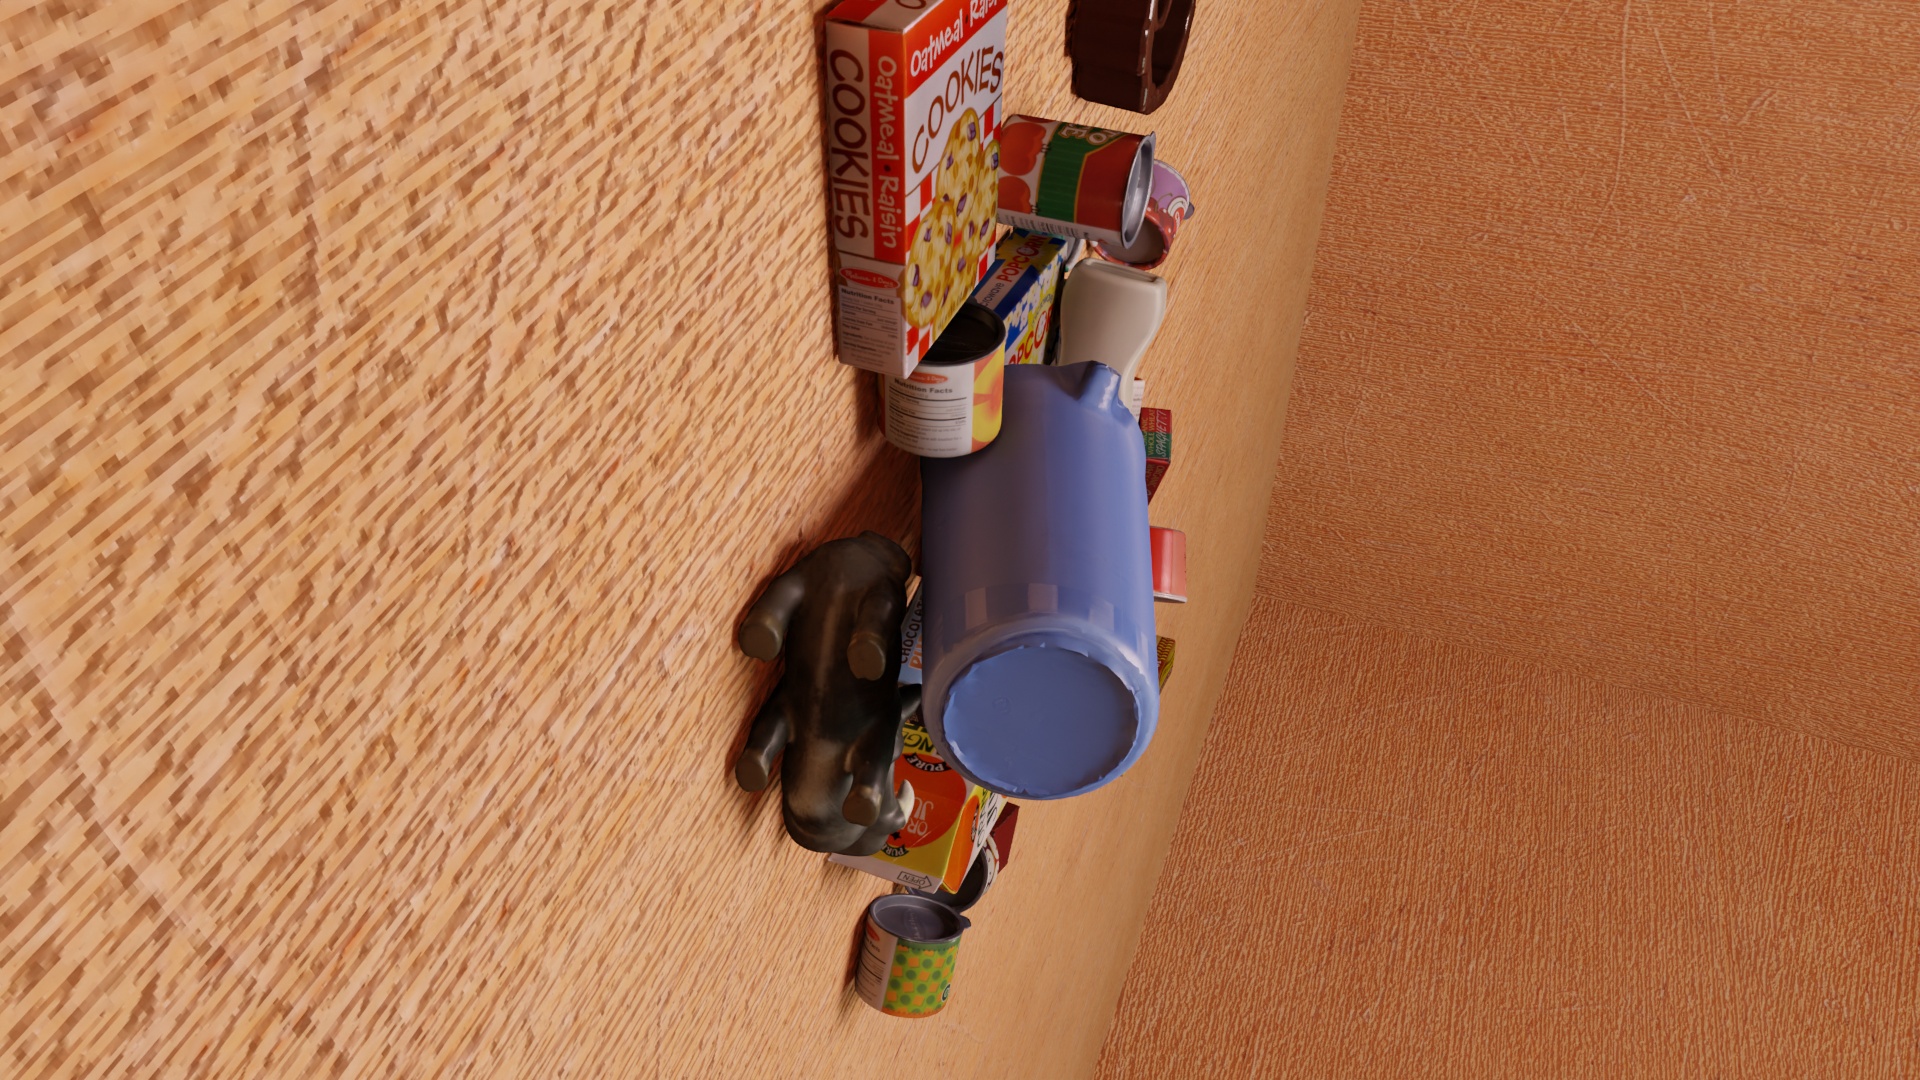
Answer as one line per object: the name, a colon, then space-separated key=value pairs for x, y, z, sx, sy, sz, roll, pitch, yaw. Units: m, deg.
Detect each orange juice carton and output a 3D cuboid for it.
orange juice carton: x=-0.014 y=0.158 z=0.899 sx=0.194 sy=0.072 sz=0.072 roll=-51 pitch=150 yaw=-56

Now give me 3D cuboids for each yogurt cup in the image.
yogurt cup: x=0.142 y=0.018 z=1.060 sx=0.072 sy=0.072 sz=0.054 roll=25 pitch=72 yaw=-74

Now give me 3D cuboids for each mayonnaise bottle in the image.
mayonnaise bottle: x=0.085 y=-0.103 z=0.891 sx=0.041 sy=0.065 sz=0.147 roll=-52 pitch=158 yaw=-62

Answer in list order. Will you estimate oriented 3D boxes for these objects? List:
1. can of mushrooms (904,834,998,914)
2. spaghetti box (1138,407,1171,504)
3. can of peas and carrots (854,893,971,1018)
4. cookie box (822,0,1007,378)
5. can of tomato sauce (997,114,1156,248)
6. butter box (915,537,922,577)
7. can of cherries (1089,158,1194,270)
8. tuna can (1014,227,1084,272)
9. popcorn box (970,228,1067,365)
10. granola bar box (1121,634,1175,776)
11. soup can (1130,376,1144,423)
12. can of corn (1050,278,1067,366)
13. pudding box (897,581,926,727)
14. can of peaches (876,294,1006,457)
can of mushrooms: x=-0.008 y=0.234 z=0.995 sx=0.033 sy=0.071 sz=0.071 roll=0 pitch=104 yaw=-75
spaghetti box: x=0.142 y=-0.035 z=1.214 sx=0.249 sy=0.029 sz=0.050 roll=104 pitch=-8 yaw=-65
can of peas and carrots: x=-0.033 y=0.282 z=0.947 sx=0.071 sy=0.071 sz=0.058 roll=-22 pitch=126 yaw=-70
cookie box: x=-0.019 y=-0.180 z=0.648 sx=0.123 sy=0.040 sz=0.166 roll=-59 pitch=158 yaw=-46
can of tomato sauce: x=0.067 y=-0.216 z=0.826 sx=0.071 sy=0.083 sz=0.071 roll=13 pitch=91 yaw=-74
butter box: x=0.003 y=-0.011 z=0.896 sx=0.104 sy=0.024 sz=0.053 roll=-37 pitch=139 yaw=-65
can of cherries: x=0.138 y=-0.248 z=1.062 sx=0.071 sy=0.071 sz=0.059 roll=82 pitch=28 yaw=-53
tuna can: x=0.061 y=-0.211 z=0.901 sx=0.071 sy=0.033 sz=0.071 roll=13 pitch=91 yaw=-74
popcorn box: x=0.026 y=-0.125 z=0.847 sx=0.127 sy=0.038 sz=0.084 roll=-56 pitch=155 yaw=-49
granola bar box: x=0.099 y=0.122 z=1.156 sx=0.166 sy=0.124 sz=0.038 roll=-49 pitch=148 yaw=-57
soup can: x=0.105 y=-0.091 z=1.100 sx=0.071 sy=0.071 sz=0.083 roll=-25 pitch=125 yaw=-70
can of corn: x=0.072 y=-0.147 z=0.949 sx=0.071 sy=0.058 sz=0.071 roll=13 pitch=91 yaw=-74
pudding box: x=-0.021 y=0.068 z=0.872 sx=0.049 sy=0.030 sz=0.084 roll=82 pitch=27 yaw=-51
can of peaches: x=-0.010 y=-0.085 z=0.712 sx=0.071 sy=0.071 sz=0.057 roll=-58 pitch=157 yaw=-46
